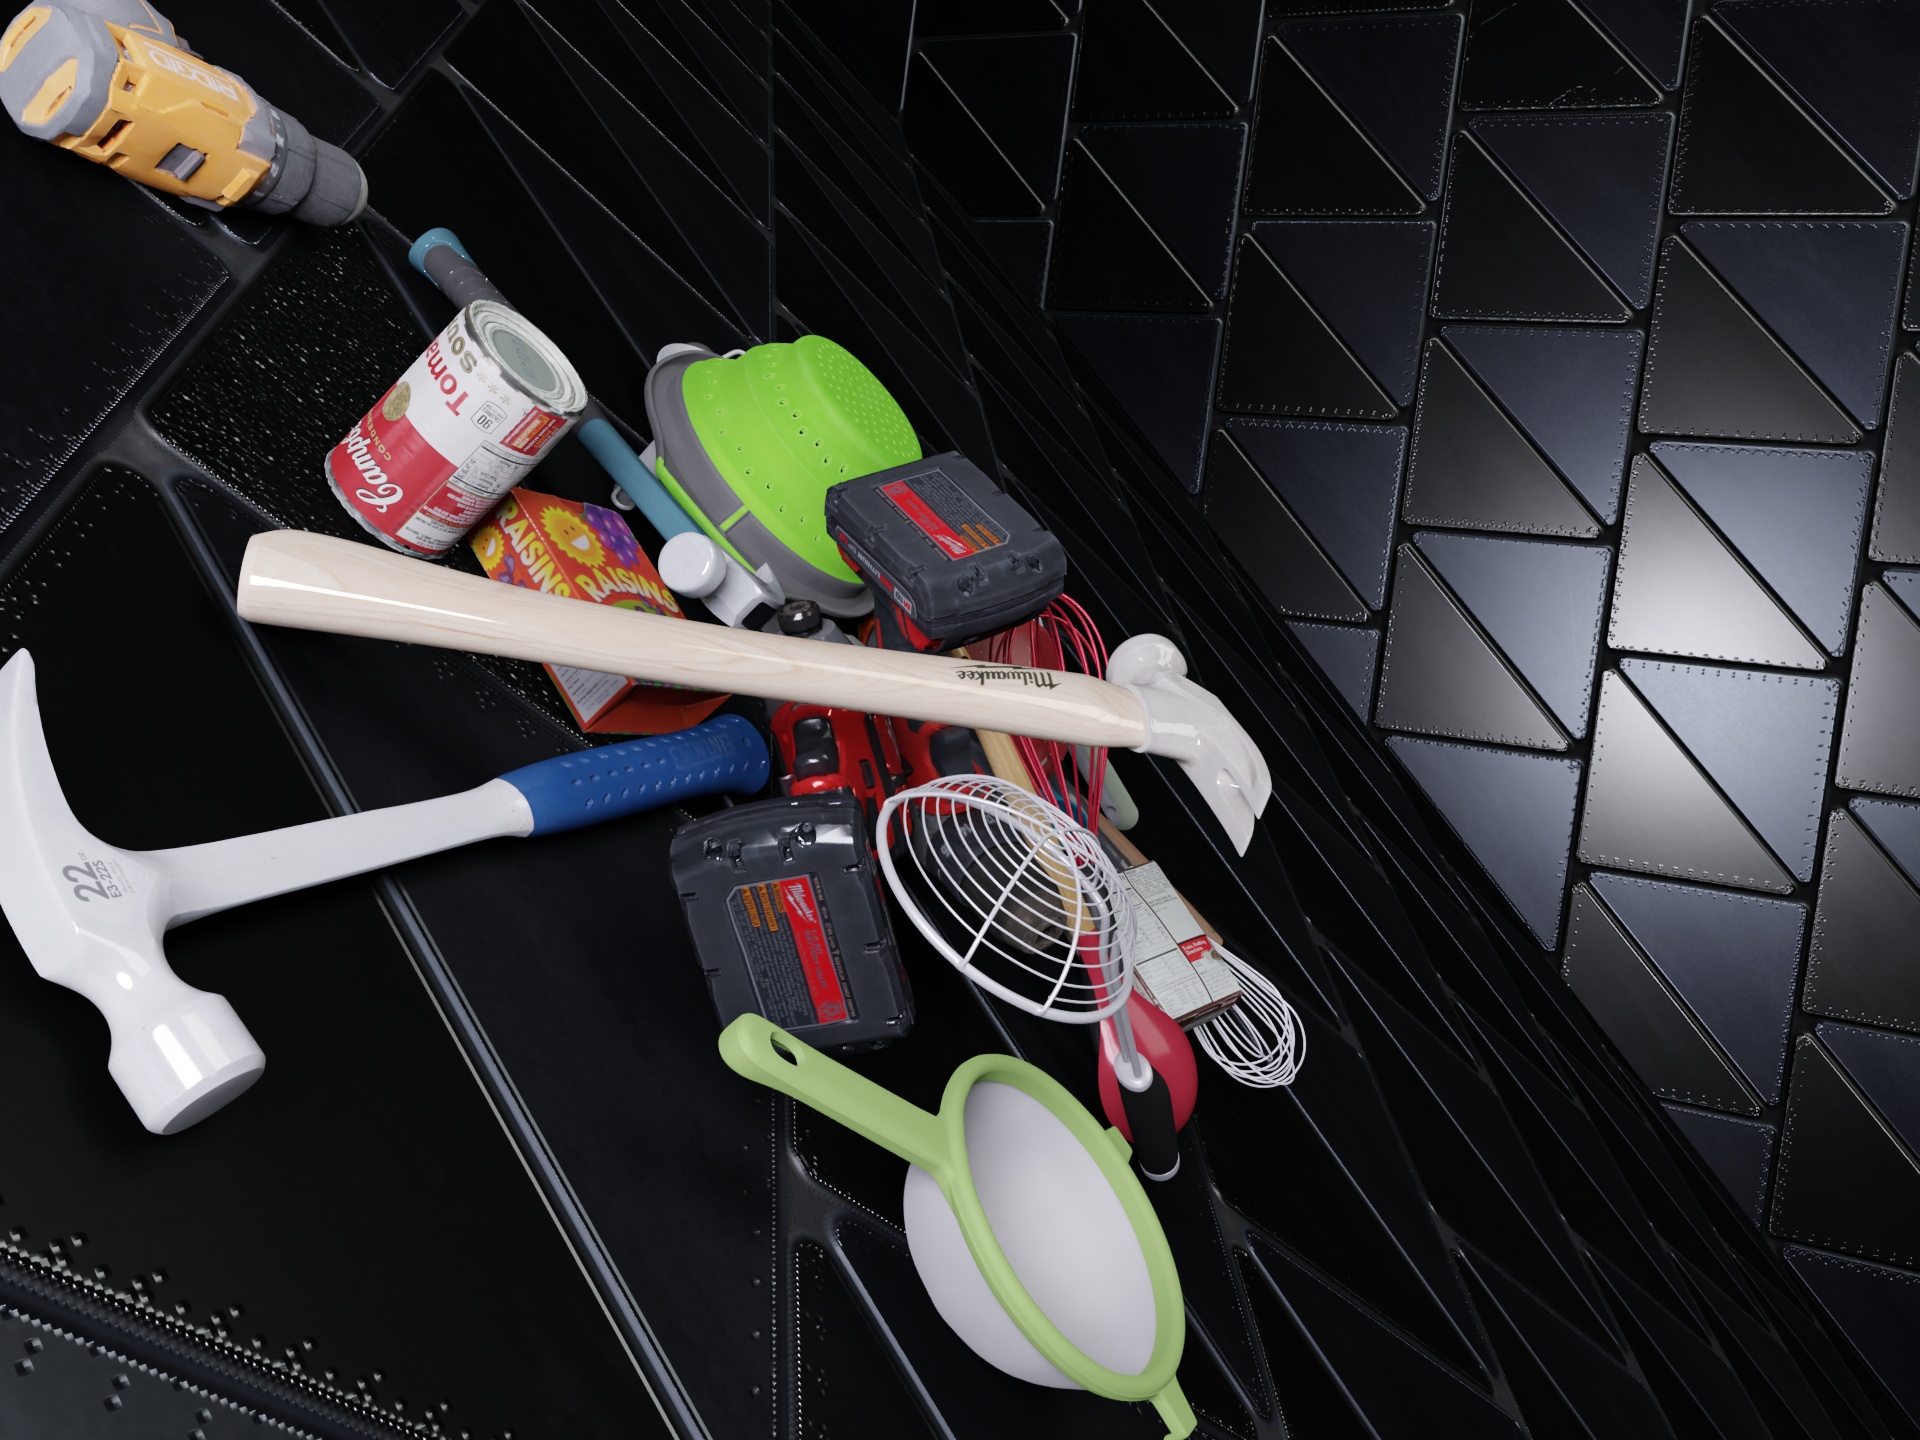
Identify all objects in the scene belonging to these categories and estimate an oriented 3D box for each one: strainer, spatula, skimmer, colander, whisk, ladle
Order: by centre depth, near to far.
[{"bbox_3d":[-0.013,0.193,0.639,0.256,0.069,0.152,38,24,-31],"label":"strainer"},{"bbox_3d":[0.049,0.152,0.757,0.362,0.090,0.127,71,-8,-50],"label":"skimmer"},{"bbox_3d":[0.060,0.097,0.907,0.069,0.031,0.315,-25,91,-30],"label":"ladle"},{"bbox_3d":[0.071,0.066,0.945,0.073,0.073,0.296,-10,90,-69],"label":"whisk"},{"bbox_3d":[-0.183,-0.185,1.026,0.086,0.050,0.259,41,26,-14],"label":"strainer"},{"bbox_3d":[-0.078,-0.203,1.073,0.204,0.094,0.397,49,22,-11],"label":"colander"},{"bbox_3d":[0.139,0.140,1.123,0.285,0.070,0.070,51,18,18],"label":"whisk"},{"bbox_3d":[0.092,0.067,1.205,0.315,0.018,0.060,45,25,-13],"label":"spatula"},{"bbox_3d":[0.078,-0.015,1.303,0.059,0.057,0.246,-15,65,-32],"label":"whisk"}]

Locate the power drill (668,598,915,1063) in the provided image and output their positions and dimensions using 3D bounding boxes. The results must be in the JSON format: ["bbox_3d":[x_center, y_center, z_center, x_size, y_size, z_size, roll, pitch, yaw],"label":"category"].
[{"bbox_3d":[-0.066,0.041,0.726,0.220,0.078,0.143,-87,166,-65],"label":"power drill"}]

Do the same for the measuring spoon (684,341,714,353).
[{"bbox_3d":[-0.154,-0.254,1.189,0.124,0.018,0.034,23,23,-7],"label":"measuring spoon"}]

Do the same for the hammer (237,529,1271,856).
[{"bbox_3d":[-0.072,-0.018,0.647,0.410,0.038,0.146,9,26,-18],"label":"hammer"}]

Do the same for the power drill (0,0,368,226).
[{"bbox_3d":[-0.400,-0.347,0.781,0.226,0.084,0.185,59,19,13],"label":"power drill"}]

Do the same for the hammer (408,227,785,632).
[{"bbox_3d":[-0.205,-0.164,0.862,0.331,0.033,0.128,48,4,22],"label":"hammer"}]

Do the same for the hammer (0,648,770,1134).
[{"bbox_3d":[-0.183,0.030,0.614,0.144,0.035,0.405,53,19,8],"label":"hammer"}]

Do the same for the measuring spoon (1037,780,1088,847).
[{"bbox_3d":[0.051,0.045,1.140,0.042,0.021,0.129,-12,52,-22],"label":"measuring spoon"}]

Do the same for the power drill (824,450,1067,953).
[{"bbox_3d":[-0.001,-0.003,0.827,0.080,0.226,0.188,-20,46,-25],"label":"power drill"}]

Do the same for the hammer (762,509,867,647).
[{"bbox_3d":[-0.125,-0.158,1.114,0.149,0.036,0.359,41,21,-25],"label":"hammer"}]
